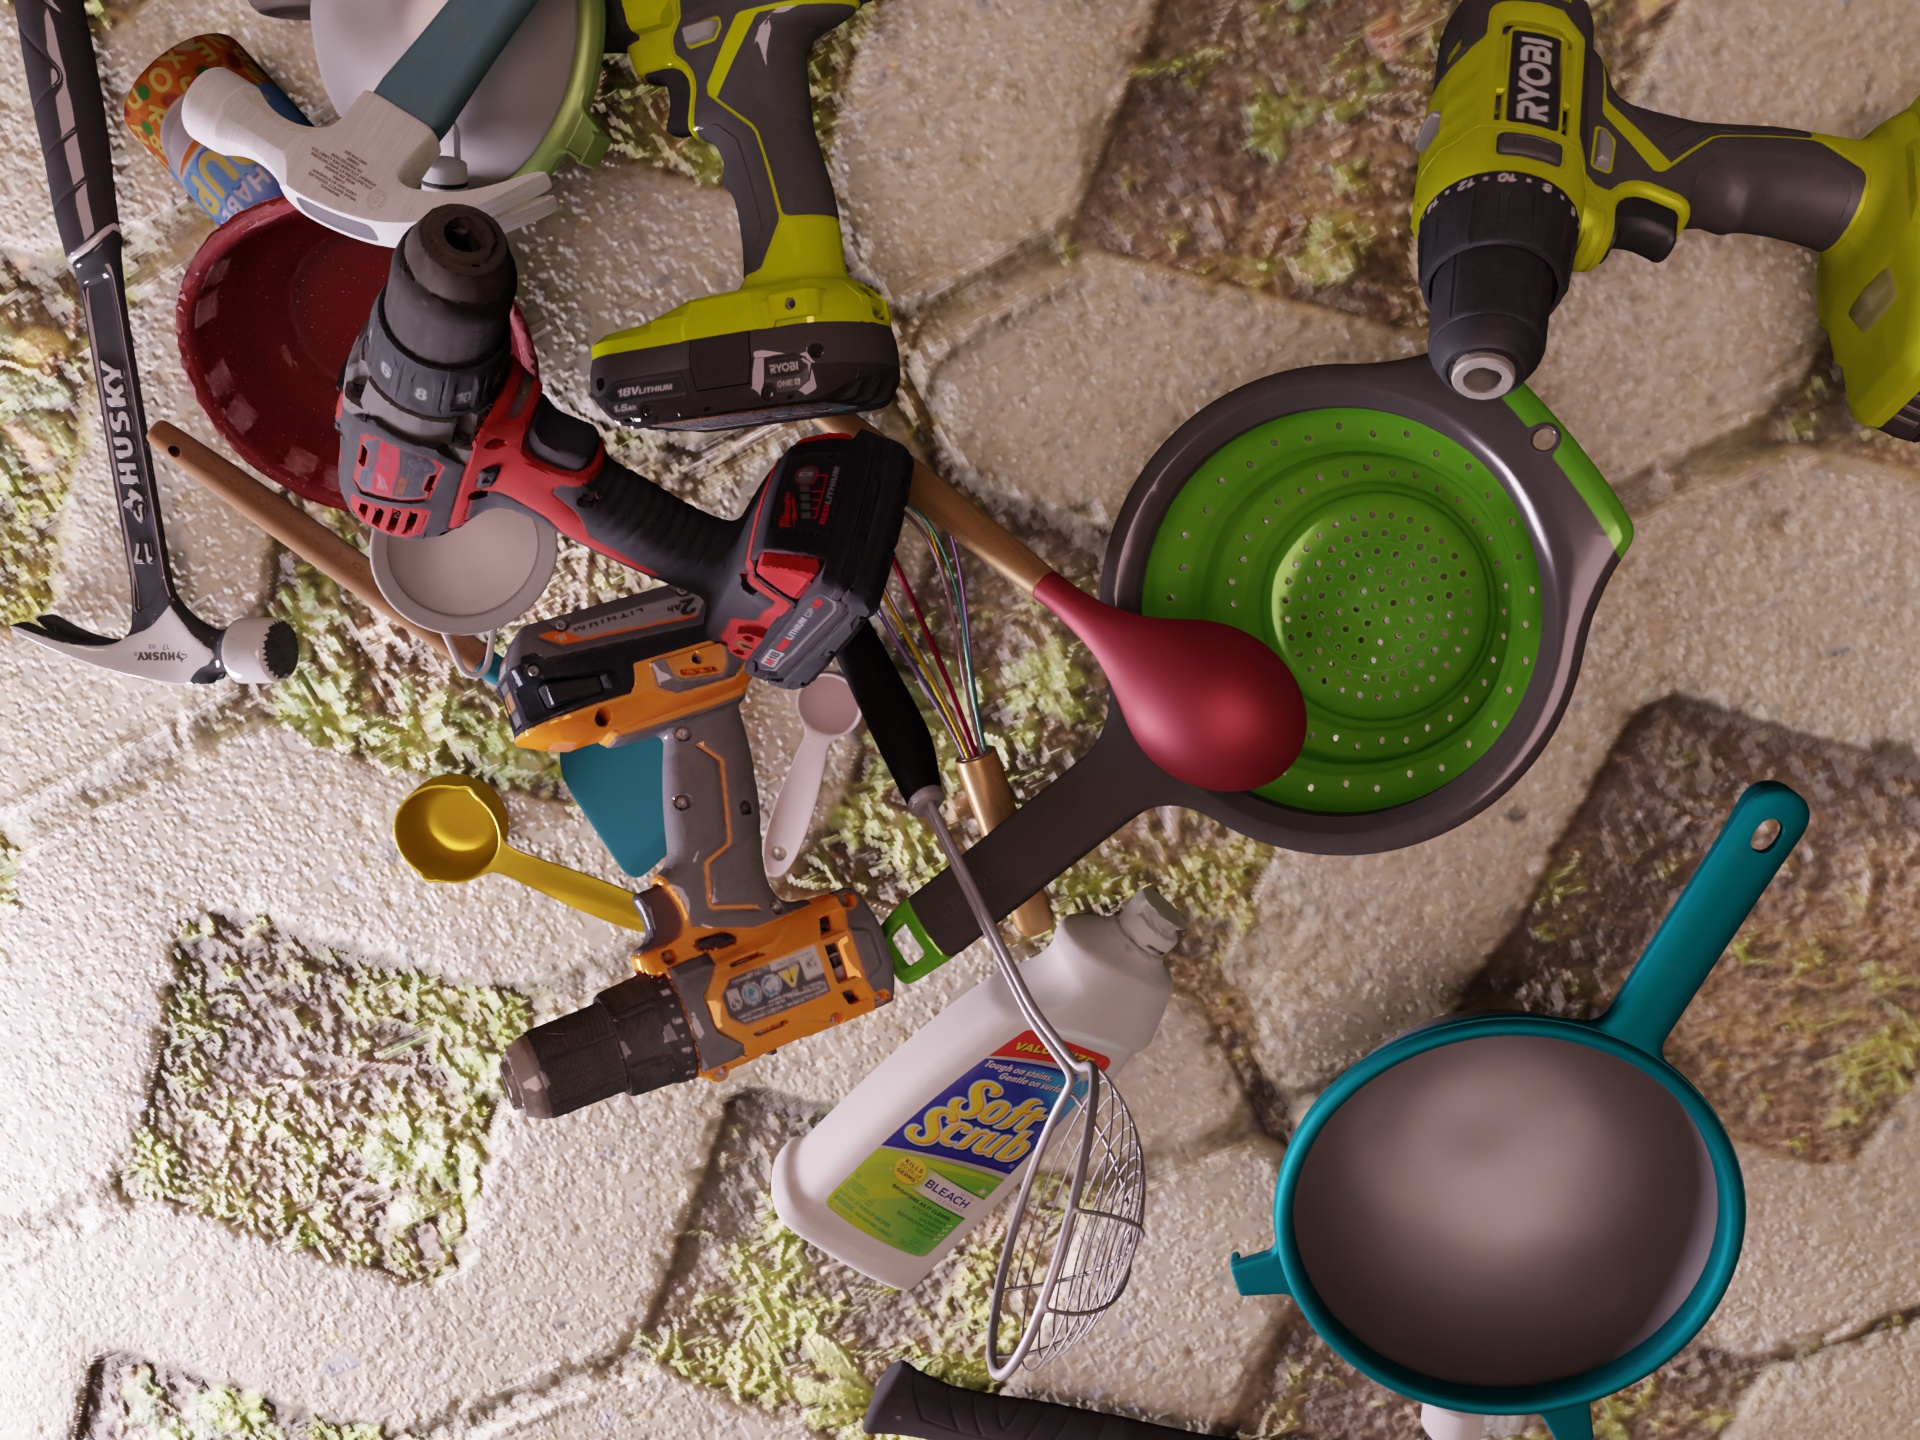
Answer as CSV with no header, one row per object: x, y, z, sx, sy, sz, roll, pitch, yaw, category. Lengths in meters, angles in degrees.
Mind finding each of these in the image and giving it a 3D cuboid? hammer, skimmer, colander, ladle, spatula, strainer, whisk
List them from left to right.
-0.434,-0.217,0.797,0.149,0.036,0.408,0,105,10,hammer
-0.232,-0.352,0.677,0.151,0.069,0.256,1,97,31,strainer
-0.262,-0.043,0.792,0.317,0.044,0.082,38,107,-18,spatula
-0.230,-0.142,0.725,0.087,0.050,0.258,-8,125,-26,strainer
-0.157,-0.329,0.635,0.128,0.033,0.331,32,80,-3,hammer
-0.017,0.094,0.700,0.090,0.127,0.364,-16,63,-22,skimmer
-0.003,-0.002,0.782,0.051,0.047,0.245,-17,106,10,whisk
0.020,-0.077,0.708,0.316,0.031,0.069,40,107,21,ladle
0.110,0.411,0.885,0.335,0.035,0.146,7,106,8,hammer
0.115,-0.001,0.733,0.397,0.094,0.204,-41,76,26,colander
0.283,0.166,0.756,0.211,0.095,0.340,26,106,-1,strainer

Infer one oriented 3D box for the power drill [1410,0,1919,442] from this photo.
0.288,-0.186,0.618,0.228,0.191,0.080,13,153,1,power drill

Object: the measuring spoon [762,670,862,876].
-0.079,0.028,0.820,0.034,0.018,0.124,22,115,2,measuring spoon

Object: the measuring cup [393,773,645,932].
-0.225,0.076,0.855,0.156,0.029,0.062,25,109,-11,measuring cup

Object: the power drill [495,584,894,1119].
-0.149,0.062,0.747,0.185,0.084,0.226,-19,89,-23,power drill

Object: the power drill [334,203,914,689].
-0.136,-0.107,0.646,0.226,0.080,0.188,20,152,-17,power drill

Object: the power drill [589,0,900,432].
-0.109,-0.245,0.702,0.171,0.080,0.223,-3,95,22,power drill
